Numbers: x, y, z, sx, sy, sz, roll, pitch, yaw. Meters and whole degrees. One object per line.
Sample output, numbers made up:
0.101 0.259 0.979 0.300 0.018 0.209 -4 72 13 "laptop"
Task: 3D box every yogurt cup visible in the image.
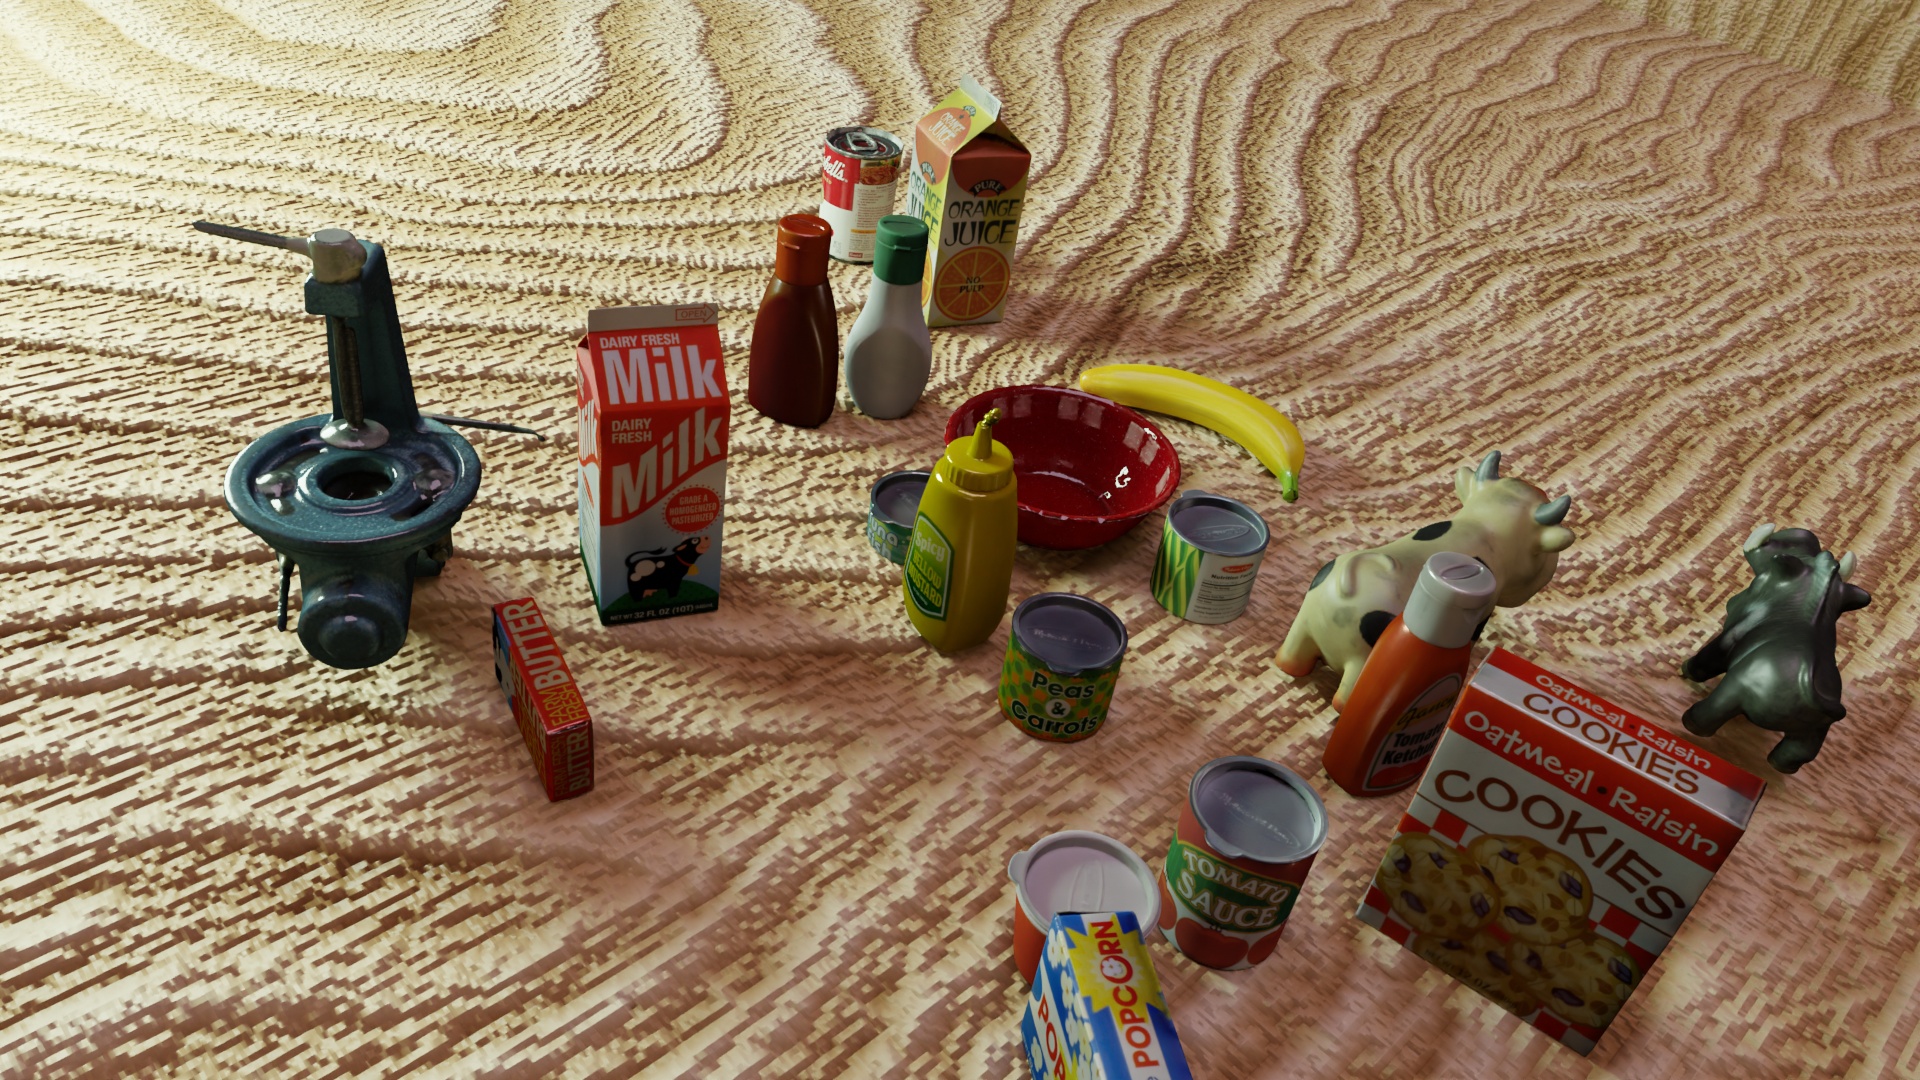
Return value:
0.056 0.179 0.653 0.072 0.053 0.073 6 37 -5 "yogurt cup"

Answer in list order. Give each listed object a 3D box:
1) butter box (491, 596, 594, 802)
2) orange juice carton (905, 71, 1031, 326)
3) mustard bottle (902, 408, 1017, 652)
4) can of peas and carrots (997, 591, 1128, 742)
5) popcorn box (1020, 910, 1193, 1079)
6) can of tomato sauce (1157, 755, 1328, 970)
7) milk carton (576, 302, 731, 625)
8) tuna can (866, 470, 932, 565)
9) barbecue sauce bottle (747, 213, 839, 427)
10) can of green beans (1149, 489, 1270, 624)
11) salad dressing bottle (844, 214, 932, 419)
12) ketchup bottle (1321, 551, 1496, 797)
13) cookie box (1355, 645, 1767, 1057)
-0.217 0.081 0.721 0.024 0.052 0.104 -13 42 -28 "butter box"
0.003 -0.275 1.129 0.073 0.191 0.072 -9 40 -23 "orange juice carton"
0.003 -0.010 0.803 0.049 0.159 0.065 -16 44 -31 "mustard bottle"
0.057 0.074 0.790 0.071 0.058 0.071 6 37 -5 "can of peas and carrots"
0.062 0.227 0.564 0.038 0.084 0.127 0 38 -13 "popcorn box"
0.134 0.158 0.674 0.071 0.082 0.071 6 37 -5 "can of tomato sauce"
-0.176 -0.049 0.789 0.072 0.189 0.074 -8 40 -22 "milk carton"
-0.029 -0.014 0.907 0.071 0.032 0.071 6 37 -5 "tuna can"
-0.115 -0.154 0.977 0.065 0.147 0.044 20 38 13 "barbecue sauce bottle"
0.160 0.012 0.896 0.071 0.057 0.071 6 37 -5 "can of green beans"
-0.048 -0.160 1.001 0.064 0.146 0.044 5 37 -7 "salad dressing bottle"
0.247 0.074 0.758 0.065 0.148 0.044 -11 41 -26 "ketchup bottle"
0.273 0.147 0.652 0.123 0.166 0.040 30 41 24 "cookie box"
